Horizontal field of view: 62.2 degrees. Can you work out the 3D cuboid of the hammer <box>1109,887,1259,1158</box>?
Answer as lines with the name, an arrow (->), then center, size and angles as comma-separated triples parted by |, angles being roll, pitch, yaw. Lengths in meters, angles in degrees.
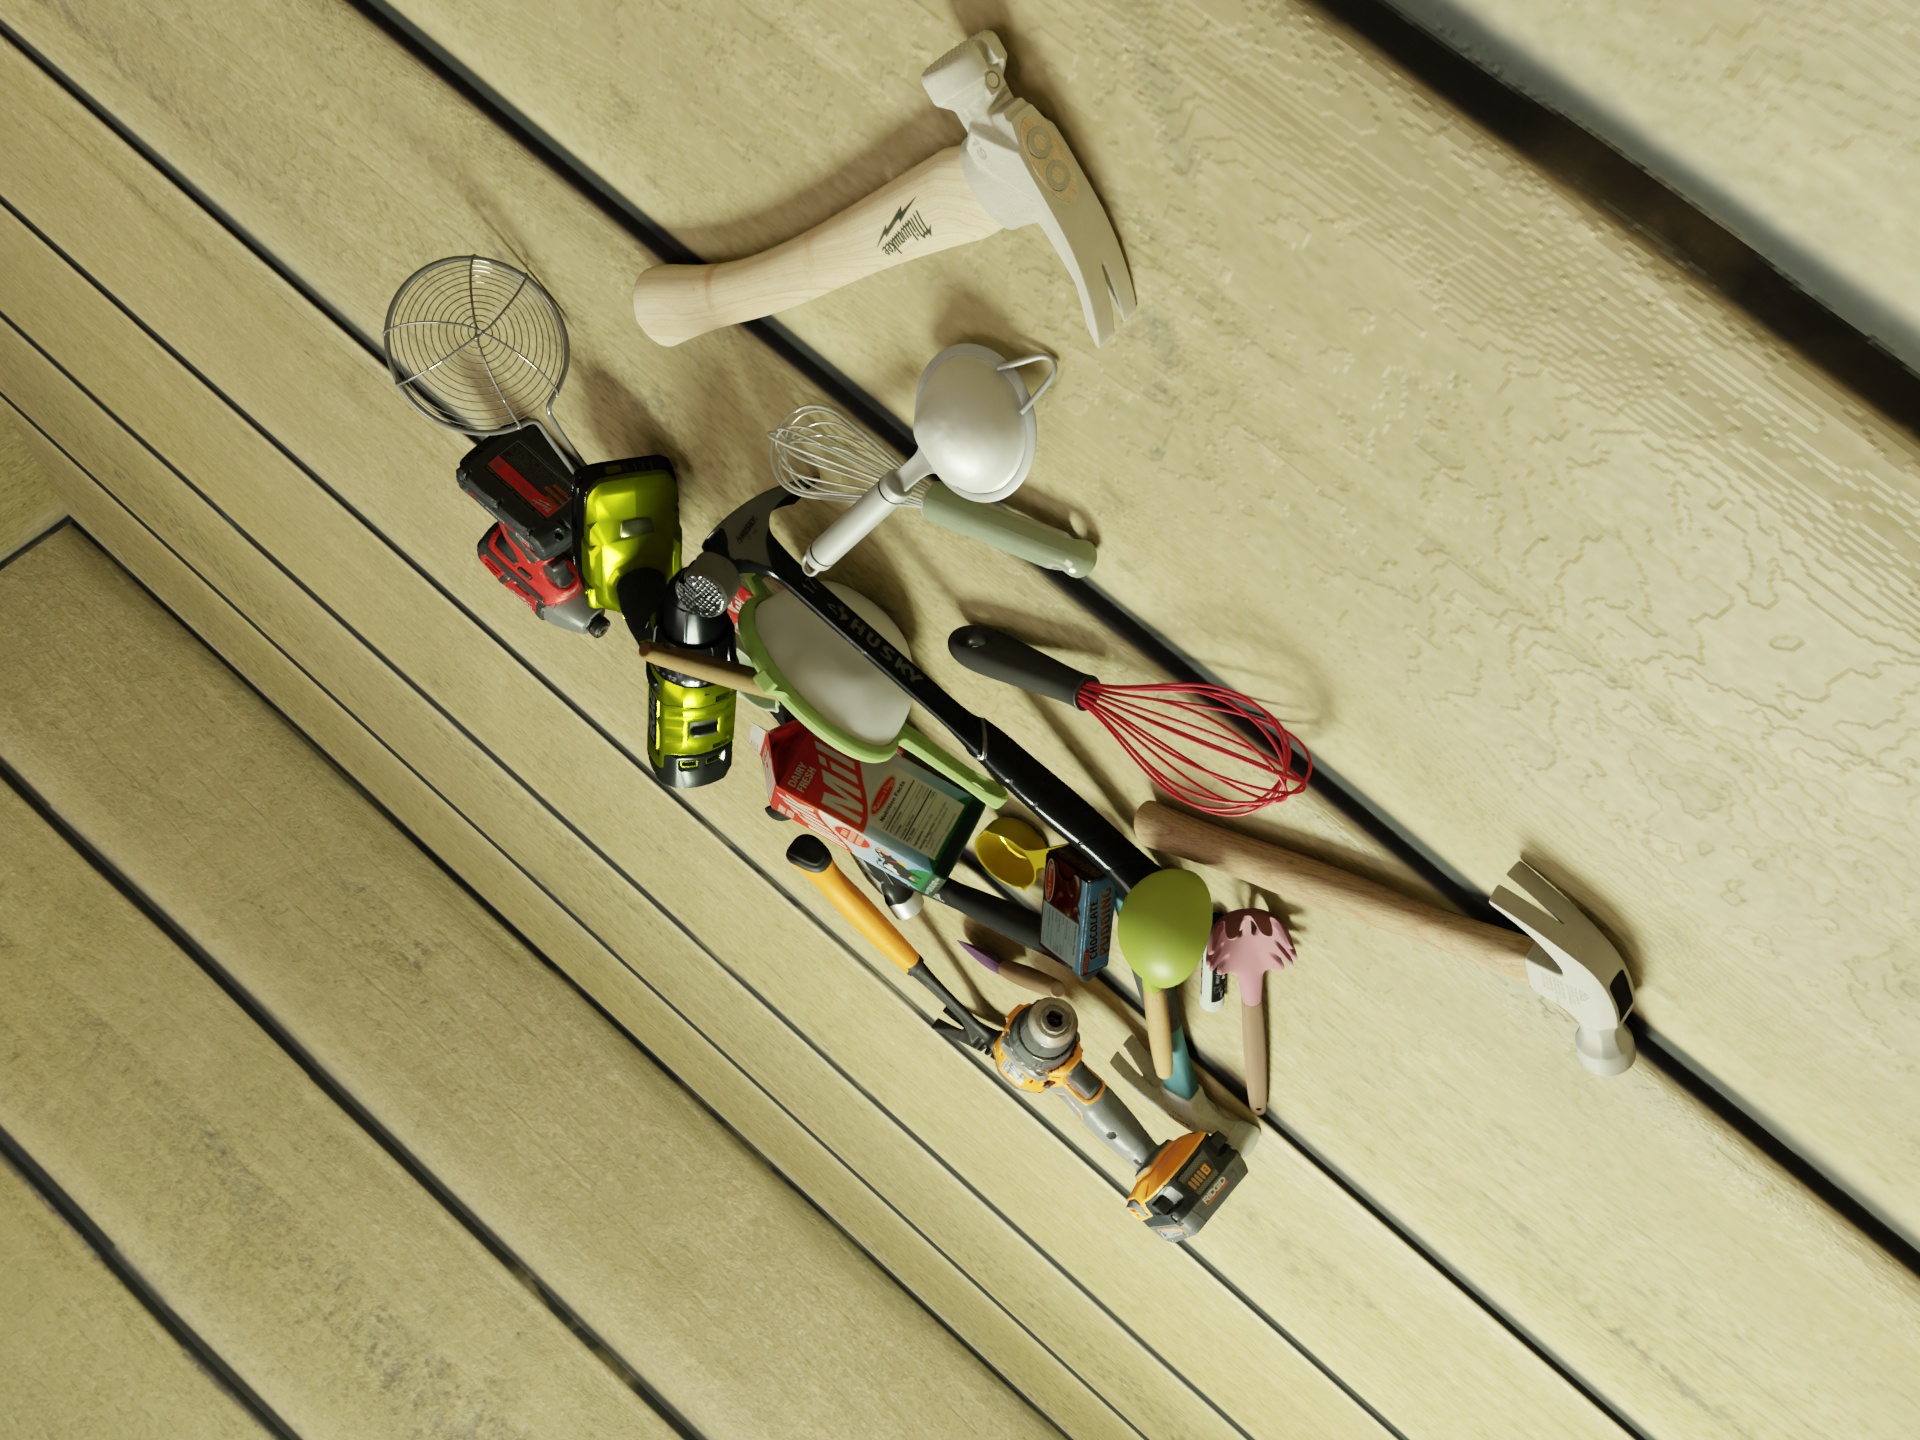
hammer -> 0.161, 0.230, 1.259 | 0.128, 0.033, 0.330 | 24, 148, 35

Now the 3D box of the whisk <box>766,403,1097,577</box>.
whisk -> -0.022, -0.137, 0.965 | 0.246, 0.059, 0.057 | 25, -174, 27

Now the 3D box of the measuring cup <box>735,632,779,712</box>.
measuring cup -> -0.183, -0.038, 1.359 | 0.083, 0.038, 0.167 | 46, 157, -5

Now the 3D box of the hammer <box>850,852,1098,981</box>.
hammer -> 0.005, 0.147, 1.329 | 0.335, 0.035, 0.146 | 17, 144, 54

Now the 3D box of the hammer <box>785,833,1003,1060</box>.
hammer -> -0.060, 0.215, 1.499 | 0.127, 0.034, 0.336 | 16, 152, 49

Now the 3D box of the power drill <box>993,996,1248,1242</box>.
power drill -> 0.124, 0.317, 1.305 | 0.226, 0.084, 0.185 | 42, 160, 12

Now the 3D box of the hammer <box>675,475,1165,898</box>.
hammer -> -0.002, -0.003, 1.073 | 0.408, 0.149, 0.036 | 41, 132, -14

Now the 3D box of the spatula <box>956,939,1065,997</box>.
spatula -> 0.042, 0.209, 1.332 | 0.059, 0.018, 0.316 | 35, 171, -7

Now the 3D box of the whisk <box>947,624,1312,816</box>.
whisk -> 0.090, -0.011, 0.970 | 0.296, 0.073, 0.073 | 26, 149, 45

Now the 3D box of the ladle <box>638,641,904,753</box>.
ladle -> -0.122, -0.021, 1.117 | 0.069, 0.031, 0.315 | 44, -167, 27

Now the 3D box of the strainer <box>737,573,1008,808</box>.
strainer -> -0.042, -0.020, 1.141 | 0.256, 0.069, 0.152 | 36, -159, -29

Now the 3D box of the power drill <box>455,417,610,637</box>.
power drill -> -0.370, -0.157, 1.414 | 0.143, 0.078, 0.219 | 42, 157, 6

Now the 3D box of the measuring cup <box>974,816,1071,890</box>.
measuring cup -> 0.075, 0.094, 1.201 | 0.156, 0.029, 0.062 | -10, 120, 46

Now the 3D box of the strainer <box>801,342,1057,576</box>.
strainer -> -0.034, -0.136, 0.912 | 0.258, 0.050, 0.087 | -32, 84, 53

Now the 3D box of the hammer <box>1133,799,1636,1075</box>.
hammer -> 0.238, 0.106, 0.956 | 0.331, 0.031, 0.129 | 19, 145, 43

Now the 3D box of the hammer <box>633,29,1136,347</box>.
hammer -> -0.072, -0.246, 0.878 | 0.411, 0.038, 0.146 | 4, 135, 55

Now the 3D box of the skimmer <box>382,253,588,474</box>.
skimmer -> -0.306, -0.199, 1.244 | 0.090, 0.127, 0.362 | 35, 165, 34

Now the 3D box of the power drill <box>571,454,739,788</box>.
power drill -> -0.218, -0.089, 1.160 | 0.190, 0.080, 0.229 | 102, 148, -47

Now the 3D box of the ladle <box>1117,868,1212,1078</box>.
ladle -> 0.152, 0.199, 1.142 | 0.062, 0.078, 0.319 | -3, 148, 8

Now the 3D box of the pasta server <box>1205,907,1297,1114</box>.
pasta server -> 0.214, 0.222, 1.162 | 0.060, 0.040, 0.315 | -5, 141, 8
